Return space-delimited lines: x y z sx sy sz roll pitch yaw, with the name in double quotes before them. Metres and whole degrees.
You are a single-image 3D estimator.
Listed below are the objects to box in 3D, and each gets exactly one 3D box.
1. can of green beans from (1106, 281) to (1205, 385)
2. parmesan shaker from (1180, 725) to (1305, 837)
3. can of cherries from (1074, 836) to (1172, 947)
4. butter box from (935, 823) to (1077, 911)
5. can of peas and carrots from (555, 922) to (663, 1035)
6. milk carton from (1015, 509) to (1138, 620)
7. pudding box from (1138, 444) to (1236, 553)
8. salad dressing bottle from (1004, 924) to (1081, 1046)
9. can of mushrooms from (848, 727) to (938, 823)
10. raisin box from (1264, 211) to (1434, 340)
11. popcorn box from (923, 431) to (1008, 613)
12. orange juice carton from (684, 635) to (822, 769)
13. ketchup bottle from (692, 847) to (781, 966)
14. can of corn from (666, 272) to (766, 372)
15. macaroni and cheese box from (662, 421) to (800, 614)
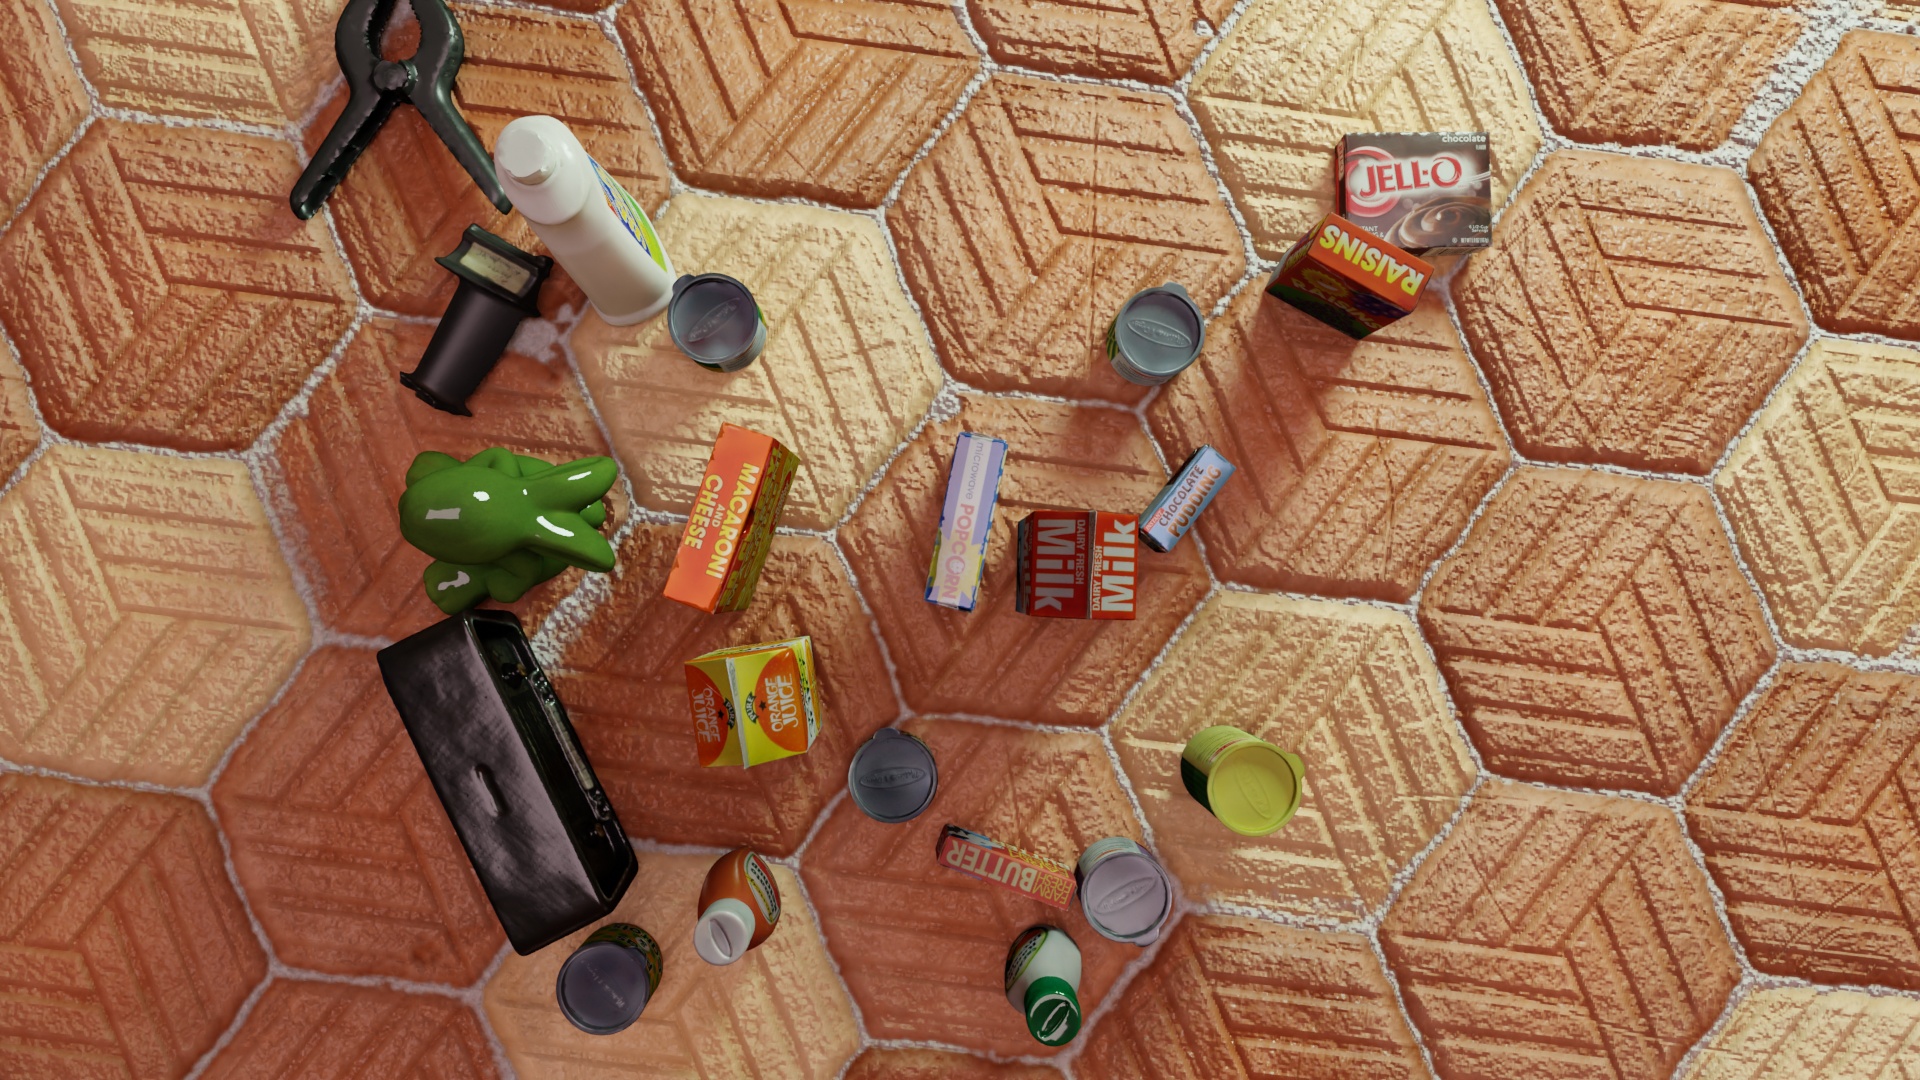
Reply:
"can of green beans" 0.145 -0.152 1.042 0.071 0.058 0.071 0 88 -2
"parmesan shaker" 0.205 0.172 1.011 0.071 0.103 0.071 0 89 -1
"can of cherries" 0.120 0.260 1.028 0.071 0.058 0.071 0 88 -2
"butter box" 0.033 0.241 1.029 0.103 0.053 0.024 20 88 -1
"can of peas and carrots" -0.253 0.317 1.016 0.071 0.058 0.071 0 88 -2
"milk carton" 0.081 0.018 0.969 0.073 0.190 0.072 2 89 -1
"pudding box" 0.167 -0.031 1.043 0.030 0.049 0.084 39 88 0
"salad dressing bottle" 0.060 0.314 0.980 0.044 0.147 0.064 37 88 0
"can of mushrooms" -0.050 0.173 1.039 0.071 0.033 0.071 0 88 -2
"raisin box" 0.281 -0.190 1.015 0.086 0.123 0.040 29 88 -1
"popcorn box" 0.004 -0.013 1.020 0.038 0.085 0.126 12 88 -1
"orange juice carton" -0.142 0.110 0.958 0.073 0.192 0.072 -8 89 -2
"ketchup bottle" -0.158 0.261 0.975 0.043 0.149 0.064 -27 90 -2
"can of corn" -0.182 -0.163 1.033 0.071 0.058 0.071 0 88 -2
"macaroni and cheese box" -0.156 -0.013 0.975 0.040 0.166 0.123 19 88 -1
